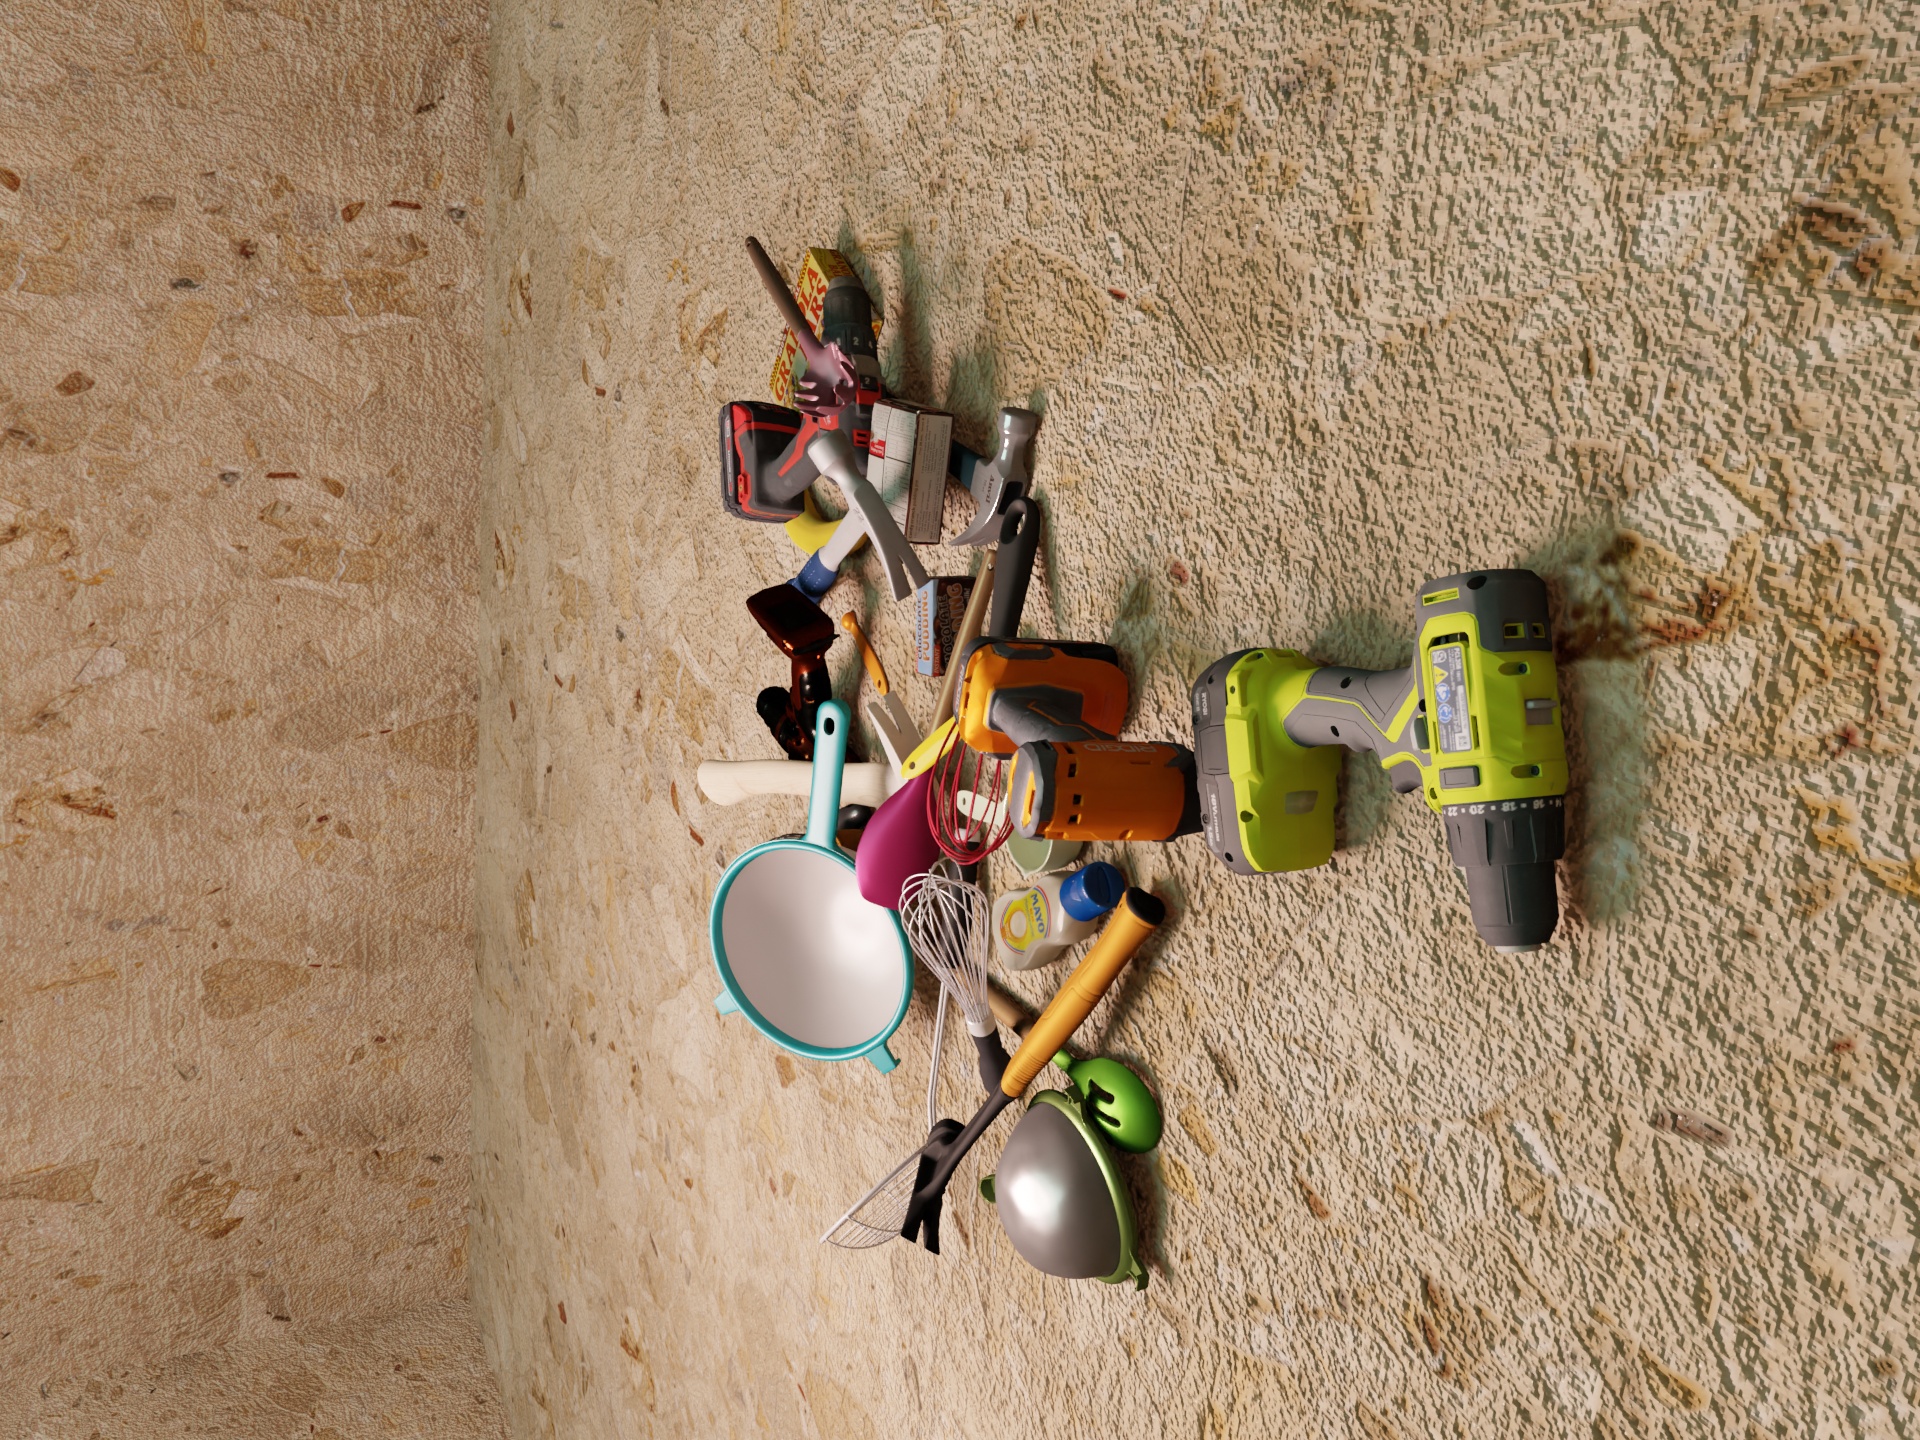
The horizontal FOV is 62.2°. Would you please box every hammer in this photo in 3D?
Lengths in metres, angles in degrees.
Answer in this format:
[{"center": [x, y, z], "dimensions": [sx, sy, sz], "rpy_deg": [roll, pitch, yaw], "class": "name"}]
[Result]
[{"center": [0.052, 0.254, 1.184], "dimensions": [0.336, 0.034, 0.127], "rpy_deg": [-58, 6, 28], "class": "hammer"}, {"center": [-0.031, -0.249, 1.390], "dimensions": [0.331, 0.033, 0.128], "rpy_deg": [44, 129, 52], "class": "hammer"}, {"center": [-0.116, -0.145, 1.459], "dimensions": [0.144, 0.035, 0.405], "rpy_deg": [58, 165, -2], "class": "hammer"}, {"center": [-0.153, 0.047, 1.528], "dimensions": [0.411, 0.038, 0.146], "rpy_deg": [-1, 115, 54], "class": "hammer"}]

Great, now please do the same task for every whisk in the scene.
[{"center": [0.008, 0.214, 1.235], "dimensions": [0.070, 0.070, 0.284], "rpy_deg": [52, 163, 48], "class": "whisk"}, {"center": [0.028, -0.034, 1.224], "dimensions": [0.073, 0.073, 0.296], "rpy_deg": [-15, 62, 62], "class": "whisk"}, {"center": [-0.153, 0.124, 1.640], "dimensions": [0.239, 0.055, 0.055], "rpy_deg": [-33, 63, 54], "class": "whisk"}]

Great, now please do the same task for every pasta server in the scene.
[{"center": [-0.151, -0.359, 1.413], "dimensions": [0.060, 0.040, 0.317], "rpy_deg": [-46, 44, 19], "class": "pasta server"}]

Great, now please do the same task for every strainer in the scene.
[{"center": [0.047, 0.373, 1.240], "dimensions": [0.256, 0.069, 0.151], "rpy_deg": [-38, 70, 63], "class": "strainer"}, {"center": [-0.111, 0.136, 1.434], "dimensions": [0.211, 0.095, 0.340], "rpy_deg": [15, 109, 23], "class": "strainer"}]

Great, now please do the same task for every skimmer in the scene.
[{"center": [-0.048, 0.268, 1.353], "dimensions": [0.127, 0.090, 0.363], "rpy_deg": [26, -108, -77], "class": "skimmer"}]

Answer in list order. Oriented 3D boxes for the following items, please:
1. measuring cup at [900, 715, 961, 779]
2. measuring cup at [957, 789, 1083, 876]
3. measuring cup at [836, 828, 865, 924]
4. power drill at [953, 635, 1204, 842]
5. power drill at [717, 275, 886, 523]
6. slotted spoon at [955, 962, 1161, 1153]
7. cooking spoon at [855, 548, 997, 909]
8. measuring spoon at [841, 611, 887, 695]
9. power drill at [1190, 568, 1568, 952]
[{"center": [-0.002, -0.004, 1.290], "dimensions": [0.156, 0.029, 0.062], "rpy_deg": [-43, 59, 22], "class": "measuring cup"}, {"center": [0.047, 0.074, 1.269], "dimensions": [0.168, 0.038, 0.083], "rpy_deg": [14, 104, 63], "class": "measuring cup"}, {"center": [-0.122, 0.161, 1.579], "dimensions": [0.173, 0.052, 0.095], "rpy_deg": [-36, 61, 60], "class": "measuring cup"}, {"center": [0.093, 0.015, 1.076], "dimensions": [0.227, 0.164, 0.084], "rpy_deg": [-124, 39, -64], "class": "power drill"}, {"center": [-0.142, -0.289, 1.475], "dimensions": [0.227, 0.080, 0.188], "rpy_deg": [-16, 75, 55], "class": "power drill"}, {"center": [0.061, 0.255, 1.268], "dimensions": [0.314, 0.031, 0.070], "rpy_deg": [29, 123, 60], "class": "slotted spoon"}, {"center": [-0.020, 0.010, 1.332], "dimensions": [0.017, 0.068, 0.319], "rpy_deg": [-99, 27, -80], "class": "cooking spoon"}, {"center": [-0.095, -0.065, 1.547], "dimensions": [0.117, 0.011, 0.021], "rpy_deg": [62, 143, 39], "class": "measuring spoon"}, {"center": [0.232, 0.029, 0.875], "dimensions": [0.228, 0.080, 0.190], "rpy_deg": [-12, 82, 59], "class": "power drill"}]
